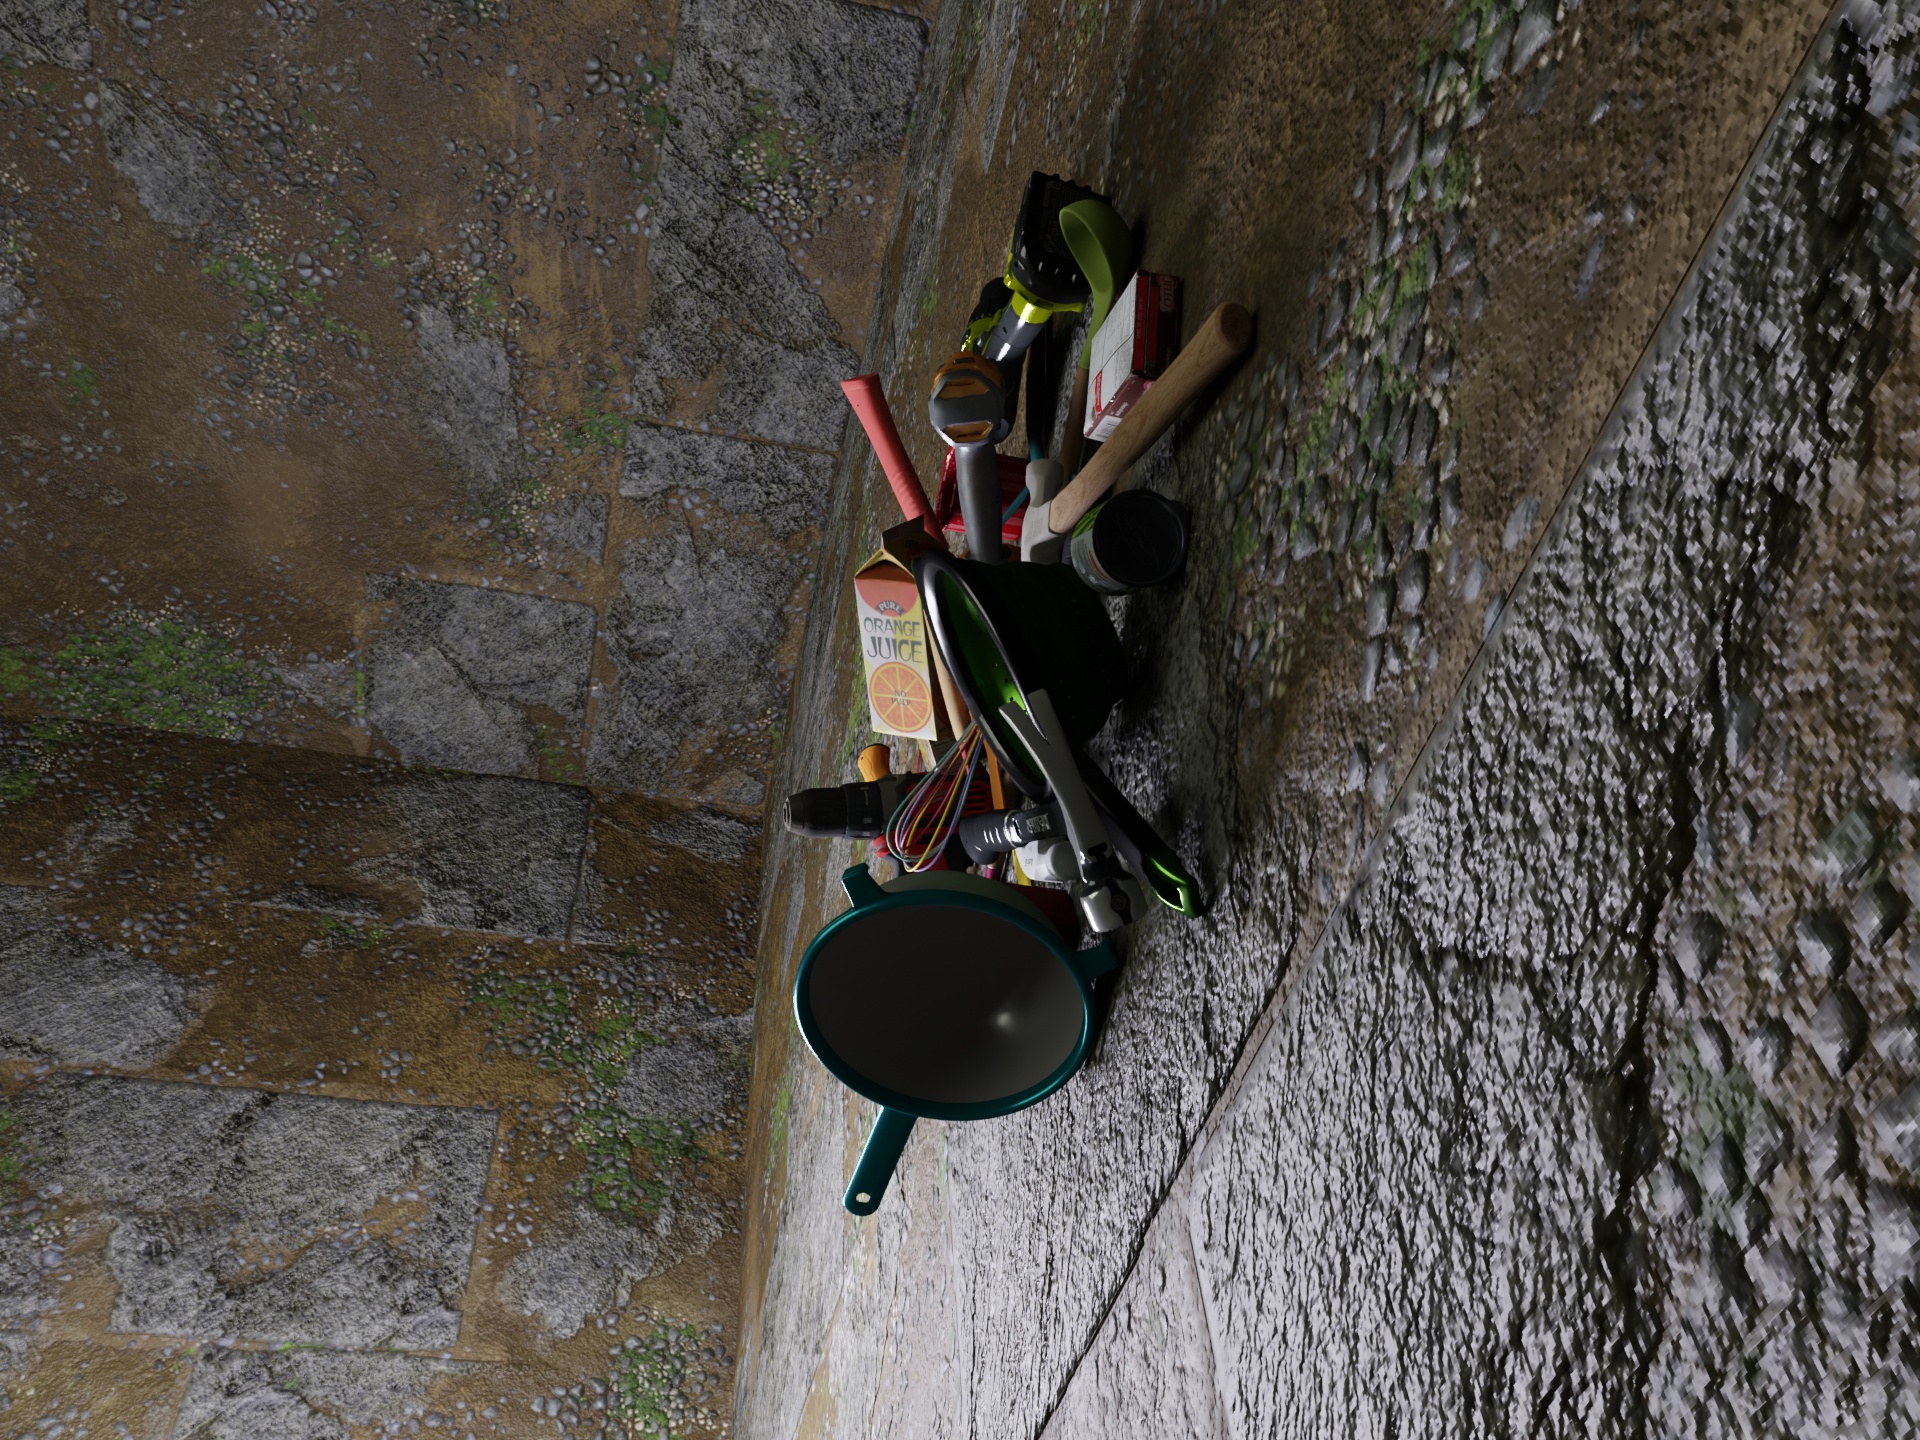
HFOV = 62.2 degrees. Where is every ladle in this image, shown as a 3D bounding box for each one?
[{"bbox_3d":[-0.002,-0.005,1.411,0.315,0.031,0.069,76,-163,-45],"label":"ladle"},{"bbox_3d":[0.091,-0.272,1.343,0.078,0.062,0.320,-131,47,-61],"label":"ladle"}]

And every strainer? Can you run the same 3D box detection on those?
[{"bbox_3d":[-0.026,0.229,1.169,0.095,0.211,0.340,-79,8,-55],"label":"strainer"}]

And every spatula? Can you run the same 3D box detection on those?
[{"bbox_3d":[0.063,-0.303,1.530,0.082,0.044,0.318,-44,35,50],"label":"spatula"}]

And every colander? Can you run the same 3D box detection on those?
[{"bbox_3d":[0.089,-0.007,1.081,0.398,0.094,0.204,51,164,51],"label":"colander"}]

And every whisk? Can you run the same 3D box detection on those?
[{"bbox_3d":[0.007,0.015,1.291,0.245,0.051,0.047,-63,-8,12],"label":"whisk"}]

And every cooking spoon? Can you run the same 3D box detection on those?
[{"bbox_3d":[0.036,0.107,1.425,0.069,0.017,0.318,-135,53,-65],"label":"cooking spoon"}]

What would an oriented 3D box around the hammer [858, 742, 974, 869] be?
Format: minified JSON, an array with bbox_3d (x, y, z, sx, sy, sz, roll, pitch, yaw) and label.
[{"bbox_3d":[-0.064,0.115,1.697,0.127,0.034,0.337,-61,24,14],"label":"hammer"}]

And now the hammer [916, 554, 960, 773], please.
[{"bbox_3d":[-0.026,0.010,1.761,0.143,0.038,0.386,-158,77,-77],"label":"hammer"}]

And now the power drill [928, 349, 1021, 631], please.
[{"bbox_3d":[0.017,-0.200,1.354,0.185,0.084,0.226,-84,-13,-69],"label":"power drill"}]

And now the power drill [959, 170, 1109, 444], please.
[{"bbox_3d":[0.057,-0.391,1.472,0.228,0.080,0.191,126,157,-56],"label":"power drill"}]

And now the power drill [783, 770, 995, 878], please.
[{"bbox_3d":[-0.052,0.154,1.366,0.080,0.188,0.227,128,138,-67],"label":"power drill"}]

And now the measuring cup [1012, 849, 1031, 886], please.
[{"bbox_3d":[0.045,0.151,1.317,0.157,0.029,0.062,-99,21,-52],"label":"measuring cup"}]

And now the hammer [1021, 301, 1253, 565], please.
[{"bbox_3d":[0.115,-0.191,1.130,0.331,0.031,0.130,137,140,-63],"label":"hammer"}]

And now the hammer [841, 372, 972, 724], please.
[{"bbox_3d":[-0.032,-0.174,1.528,0.359,0.036,0.149,66,159,14],"label":"hammer"}]

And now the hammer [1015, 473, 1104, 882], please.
[{"bbox_3d":[0.084,-0.037,1.257,0.128,0.033,0.331,153,125,-75],"label":"hammer"}]

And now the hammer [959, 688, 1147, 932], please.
[{"bbox_3d":[0.041,0.072,1.128,0.409,0.036,0.149,145,103,-80],"label":"hammer"}]

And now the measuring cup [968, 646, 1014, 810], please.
[{"bbox_3d":[0.049,0.017,1.356,0.095,0.052,0.173,-153,53,-62],"label":"measuring cup"}]
